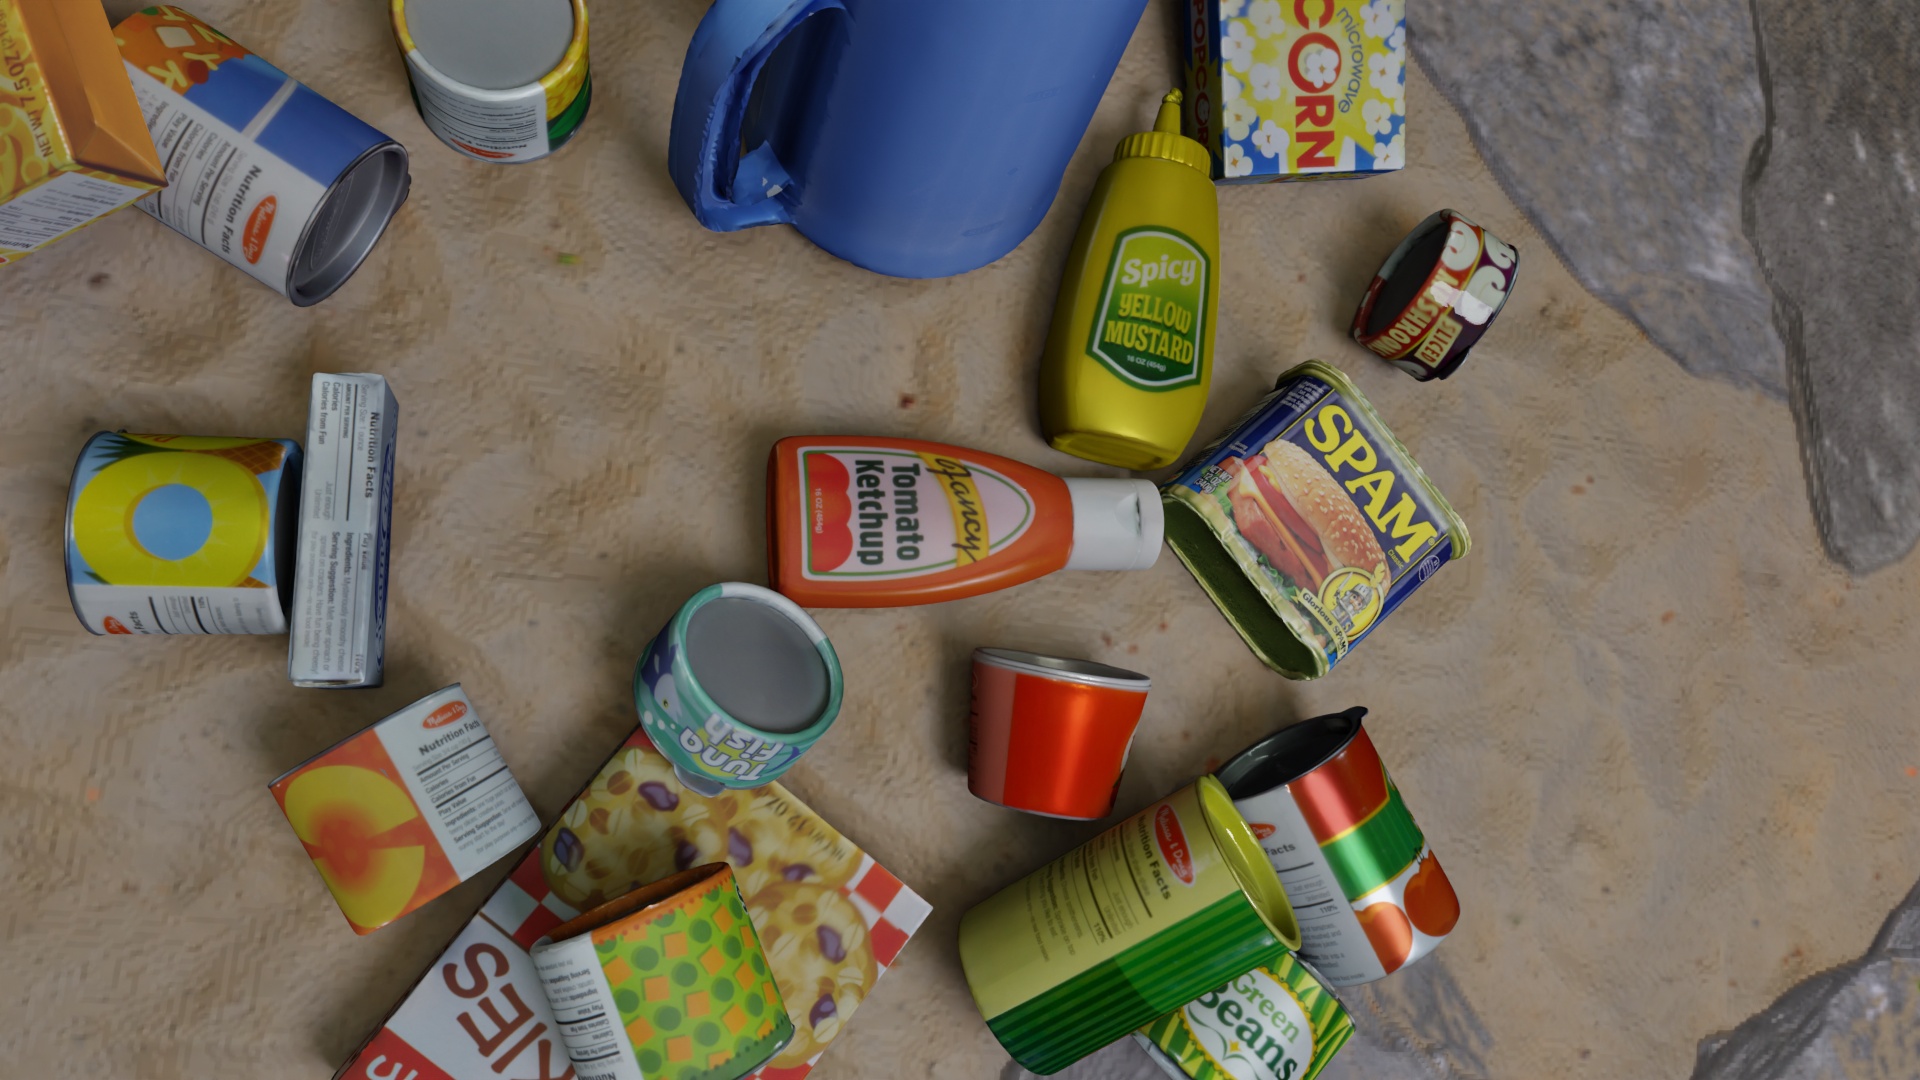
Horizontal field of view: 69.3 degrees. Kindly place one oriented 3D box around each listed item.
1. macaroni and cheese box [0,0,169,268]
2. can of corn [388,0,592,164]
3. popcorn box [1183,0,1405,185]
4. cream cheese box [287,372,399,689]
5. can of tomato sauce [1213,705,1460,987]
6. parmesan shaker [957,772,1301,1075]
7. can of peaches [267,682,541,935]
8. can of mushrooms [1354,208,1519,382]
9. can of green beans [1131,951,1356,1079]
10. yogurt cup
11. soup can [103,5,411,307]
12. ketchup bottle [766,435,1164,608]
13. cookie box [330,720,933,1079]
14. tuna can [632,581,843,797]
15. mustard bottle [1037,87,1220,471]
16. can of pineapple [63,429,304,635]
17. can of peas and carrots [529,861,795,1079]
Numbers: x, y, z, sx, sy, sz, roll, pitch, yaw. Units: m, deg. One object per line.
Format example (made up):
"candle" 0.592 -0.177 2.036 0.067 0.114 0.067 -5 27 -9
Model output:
"macaroni and cheese box" -0.343 -0.135 0.424 0.166 0.040 0.123 -21 88 10
"can of corn" -0.167 -0.180 0.500 0.071 0.058 0.071 2 83 -14
"popcorn box" 0.138 -0.214 0.576 0.085 0.038 0.126 -6 101 -15
"cream cheese box" -0.208 -0.002 0.470 0.024 0.053 0.104 3 83 -16
"can of tomato sauce" 0.146 0.118 0.539 0.071 0.071 0.083 -30 92 -16
"parmesan shaker" 0.059 0.136 0.496 0.103 0.071 0.071 -33 92 14
"can of peaches" -0.184 0.089 0.460 0.071 0.071 0.058 -31 92 -16
"can of mushrooms" 0.196 -0.101 0.578 0.033 0.071 0.071 30 77 -8
"can of green beans" 0.103 0.181 0.520 0.058 0.071 0.071 -44 95 -15
"yogurt cup" 0.034 0.072 0.518 0.072 0.072 0.054 10 89 -13
"soup can" -0.243 -0.131 0.473 0.084 0.071 0.071 32 77 -8
"ketchup bottle" 0.002 -0.007 0.529 0.149 0.043 0.065 0 77 -15
"cookie box" -0.111 0.156 0.483 0.123 0.040 0.168 41 74 -6
"tuna can" -0.076 0.051 0.476 0.071 0.032 0.071 26 40 -24
"mustard bottle" 0.073 -0.111 0.557 0.065 0.048 0.160 12 80 -14
"can of pineapple" -0.248 -0.004 0.454 0.058 0.071 0.071 1 83 -14
"can of peas and carrots" -0.091 0.139 0.435 0.071 0.071 0.058 -21 88 -16
